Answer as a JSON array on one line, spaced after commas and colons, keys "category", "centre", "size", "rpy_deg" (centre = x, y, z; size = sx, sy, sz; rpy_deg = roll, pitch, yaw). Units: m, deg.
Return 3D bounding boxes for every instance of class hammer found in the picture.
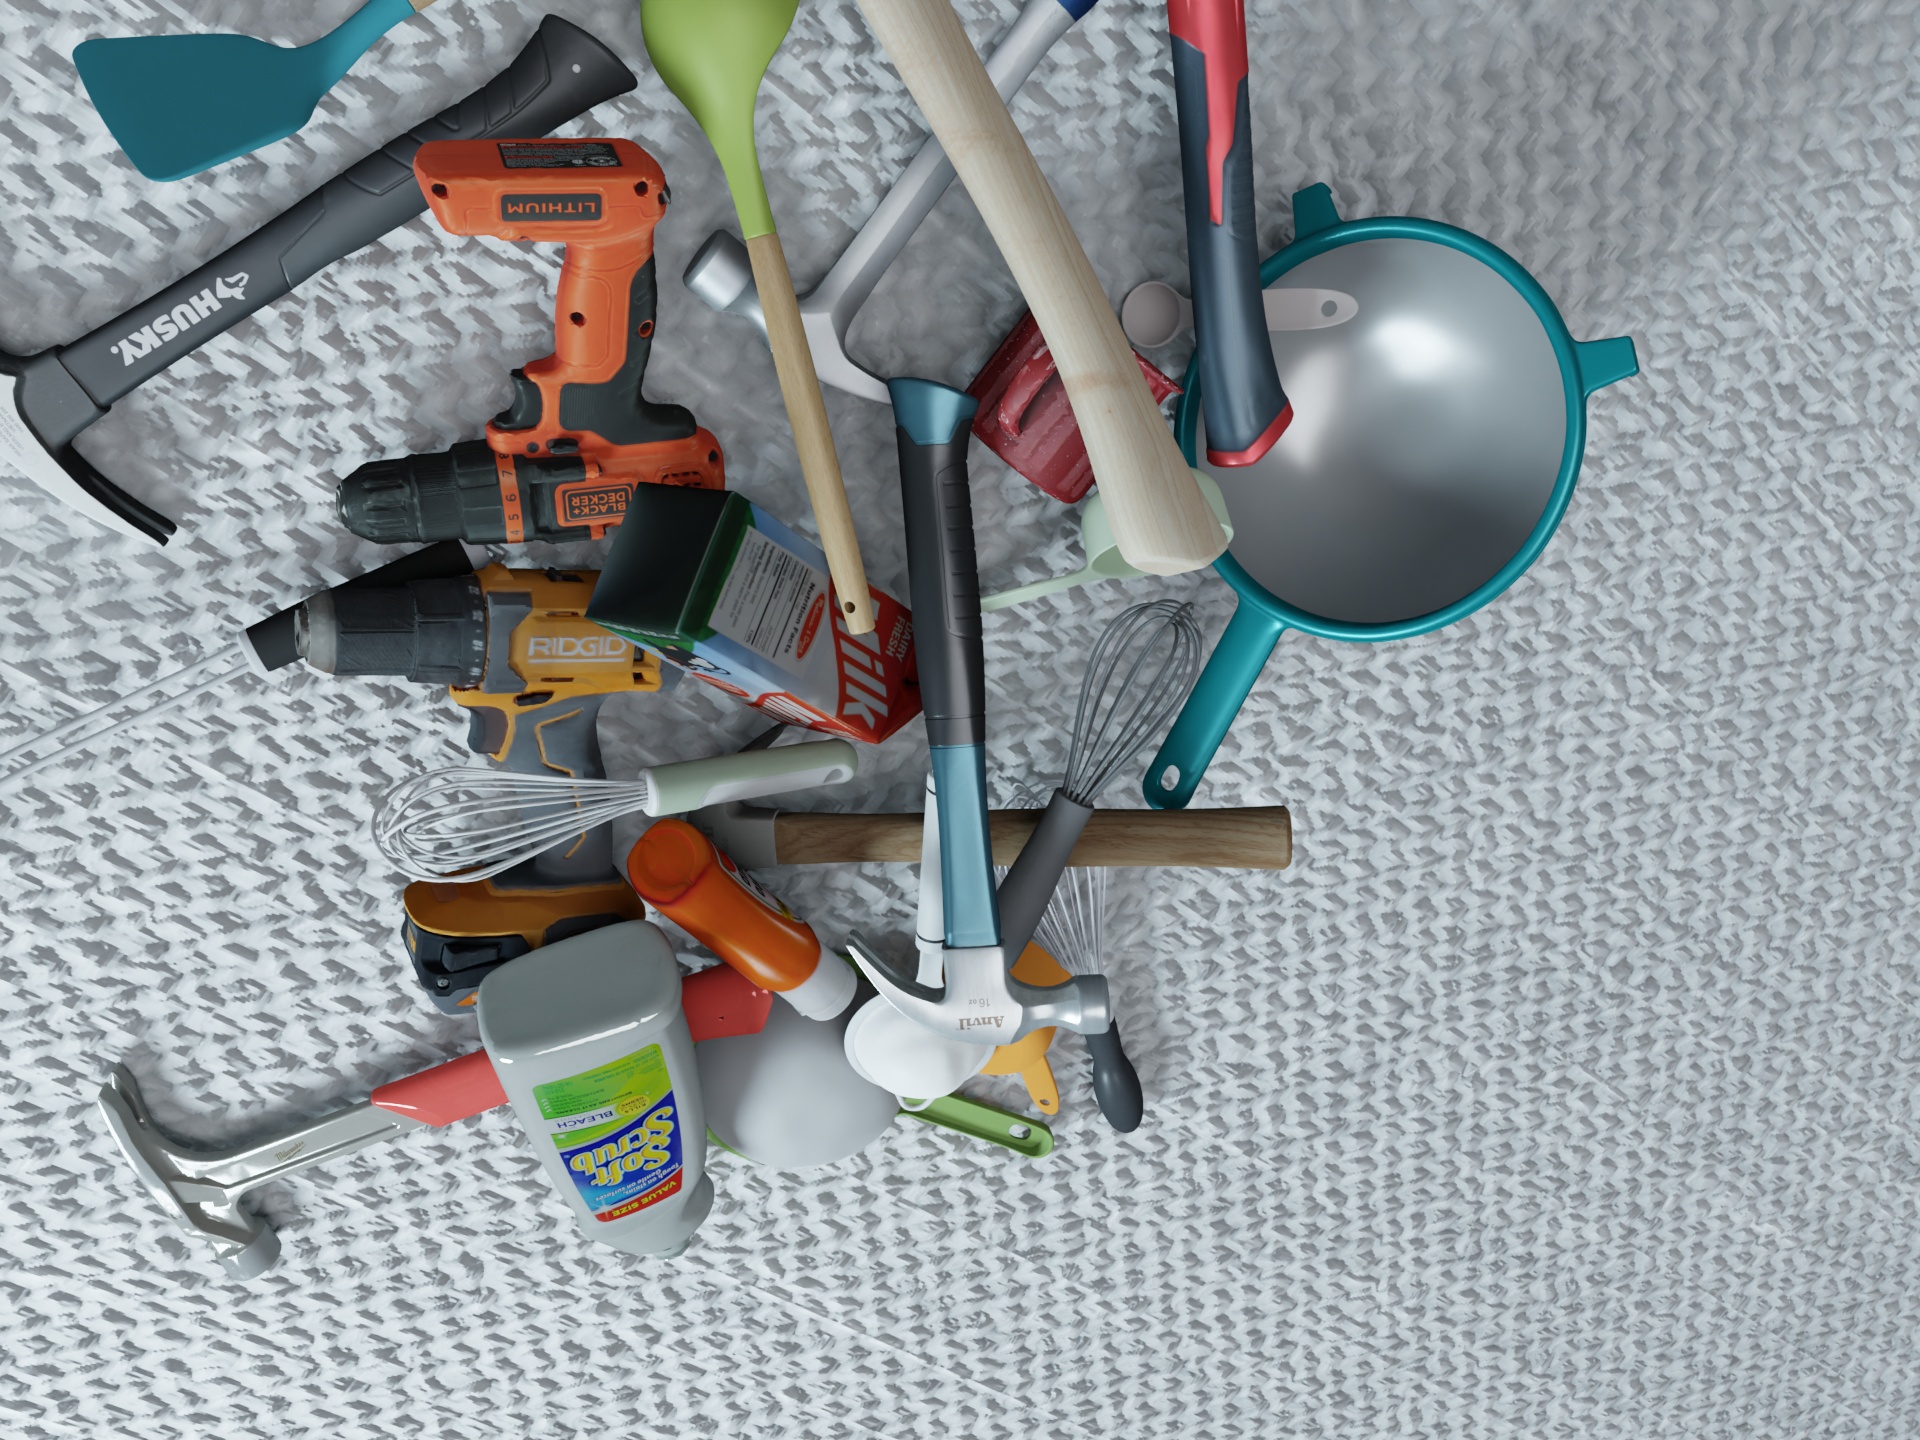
[{"category": "hammer", "centre": [0.021, -0.254, 0.710], "size": [0.146, 0.038, 0.410], "rpy_deg": [-36, 104, -25]}, {"category": "hammer", "centre": [0.013, 0.062, 0.870], "size": [0.331, 0.031, 0.130], "rpy_deg": [-1, 107, 6]}, {"category": "hammer", "centre": [-0.278, 0.196, 0.885], "size": [0.359, 0.037, 0.149], "rpy_deg": [-20, 117, 0]}, {"category": "hammer", "centre": [-0.295, -0.213, 0.723], "size": [0.335, 0.035, 0.146], "rpy_deg": [-32, 116, -1]}, {"category": "hammer", "centre": [-0.001, -0.003, 0.784], "size": [0.128, 0.033, 0.331], "rpy_deg": [-5, 96, 1]}, {"category": "hammer", "centre": [0.043, -0.331, 0.765], "size": [0.144, 0.035, 0.405], "rpy_deg": [34, 100, -25]}, {"category": "hammer", "centre": [0.101, -0.308, 0.740], "size": [0.143, 0.038, 0.386], "rpy_deg": [-10, 110, -6]}]

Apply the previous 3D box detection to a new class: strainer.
[{"category": "strainer", "centre": [-0.046, 0.237, 0.964], "size": [0.256, 0.069, 0.151], "rpy_deg": [24, 105, -21]}, {"category": "strainer", "centre": [0.199, -0.095, 0.857], "size": [0.095, 0.211, 0.340], "rpy_deg": [-12, 133, -56]}, {"category": "strainer", "centre": [-0.017, 0.126, 0.860], "size": [0.087, 0.050, 0.258], "rpy_deg": [1, 117, -7]}]

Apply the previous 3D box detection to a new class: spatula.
[{"category": "spatula", "centre": [-0.221, -0.332, 0.685], "size": [0.317, 0.044, 0.082], "rpy_deg": [-34, 75, -3]}]

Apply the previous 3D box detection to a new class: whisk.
[{"category": "whisk", "centre": [-0.160, 0.037, 0.778], "size": [0.246, 0.059, 0.057], "rpy_deg": [-9, 148, -30]}, {"category": "whisk", "centre": [0.076, 0.152, 0.972], "size": [0.070, 0.070, 0.284], "rpy_deg": [-21, 122, -6]}, {"category": "whisk", "centre": [0.059, 0.042, 0.821], "size": [0.055, 0.055, 0.239], "rpy_deg": [21, 105, -22]}]

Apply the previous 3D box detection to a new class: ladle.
[{"category": "ladle", "centre": [-0.079, -0.197, 0.734], "size": [0.078, 0.062, 0.320], "rpy_deg": [-7, 105, 26]}]

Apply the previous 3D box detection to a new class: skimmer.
[{"category": "skimmer", "centre": [-0.406, -0.011, 0.782], "size": [0.363, 0.090, 0.127], "rpy_deg": [-28, 109, -14]}]

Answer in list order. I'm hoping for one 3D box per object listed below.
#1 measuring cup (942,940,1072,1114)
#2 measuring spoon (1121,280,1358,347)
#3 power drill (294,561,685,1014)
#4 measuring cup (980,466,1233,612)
[{"category": "measuring cup", "centre": [0.027, 0.201, 0.961], "size": [0.095, 0.052, 0.173], "rpy_deg": [-2, 129, 24]}, {"category": "measuring spoon", "centre": [0.144, -0.210, 0.818], "size": [0.124, 0.018, 0.034], "rpy_deg": [5, 99, 26]}, {"category": "power drill", "centre": [-0.238, 0.031, 0.804], "size": [0.185, 0.084, 0.226], "rpy_deg": [-2, 111, -30]}, {"category": "measuring cup", "centre": [0.061, -0.092, 0.840], "size": [0.167, 0.083, 0.038], "rpy_deg": [-16, 77, 28]}]
